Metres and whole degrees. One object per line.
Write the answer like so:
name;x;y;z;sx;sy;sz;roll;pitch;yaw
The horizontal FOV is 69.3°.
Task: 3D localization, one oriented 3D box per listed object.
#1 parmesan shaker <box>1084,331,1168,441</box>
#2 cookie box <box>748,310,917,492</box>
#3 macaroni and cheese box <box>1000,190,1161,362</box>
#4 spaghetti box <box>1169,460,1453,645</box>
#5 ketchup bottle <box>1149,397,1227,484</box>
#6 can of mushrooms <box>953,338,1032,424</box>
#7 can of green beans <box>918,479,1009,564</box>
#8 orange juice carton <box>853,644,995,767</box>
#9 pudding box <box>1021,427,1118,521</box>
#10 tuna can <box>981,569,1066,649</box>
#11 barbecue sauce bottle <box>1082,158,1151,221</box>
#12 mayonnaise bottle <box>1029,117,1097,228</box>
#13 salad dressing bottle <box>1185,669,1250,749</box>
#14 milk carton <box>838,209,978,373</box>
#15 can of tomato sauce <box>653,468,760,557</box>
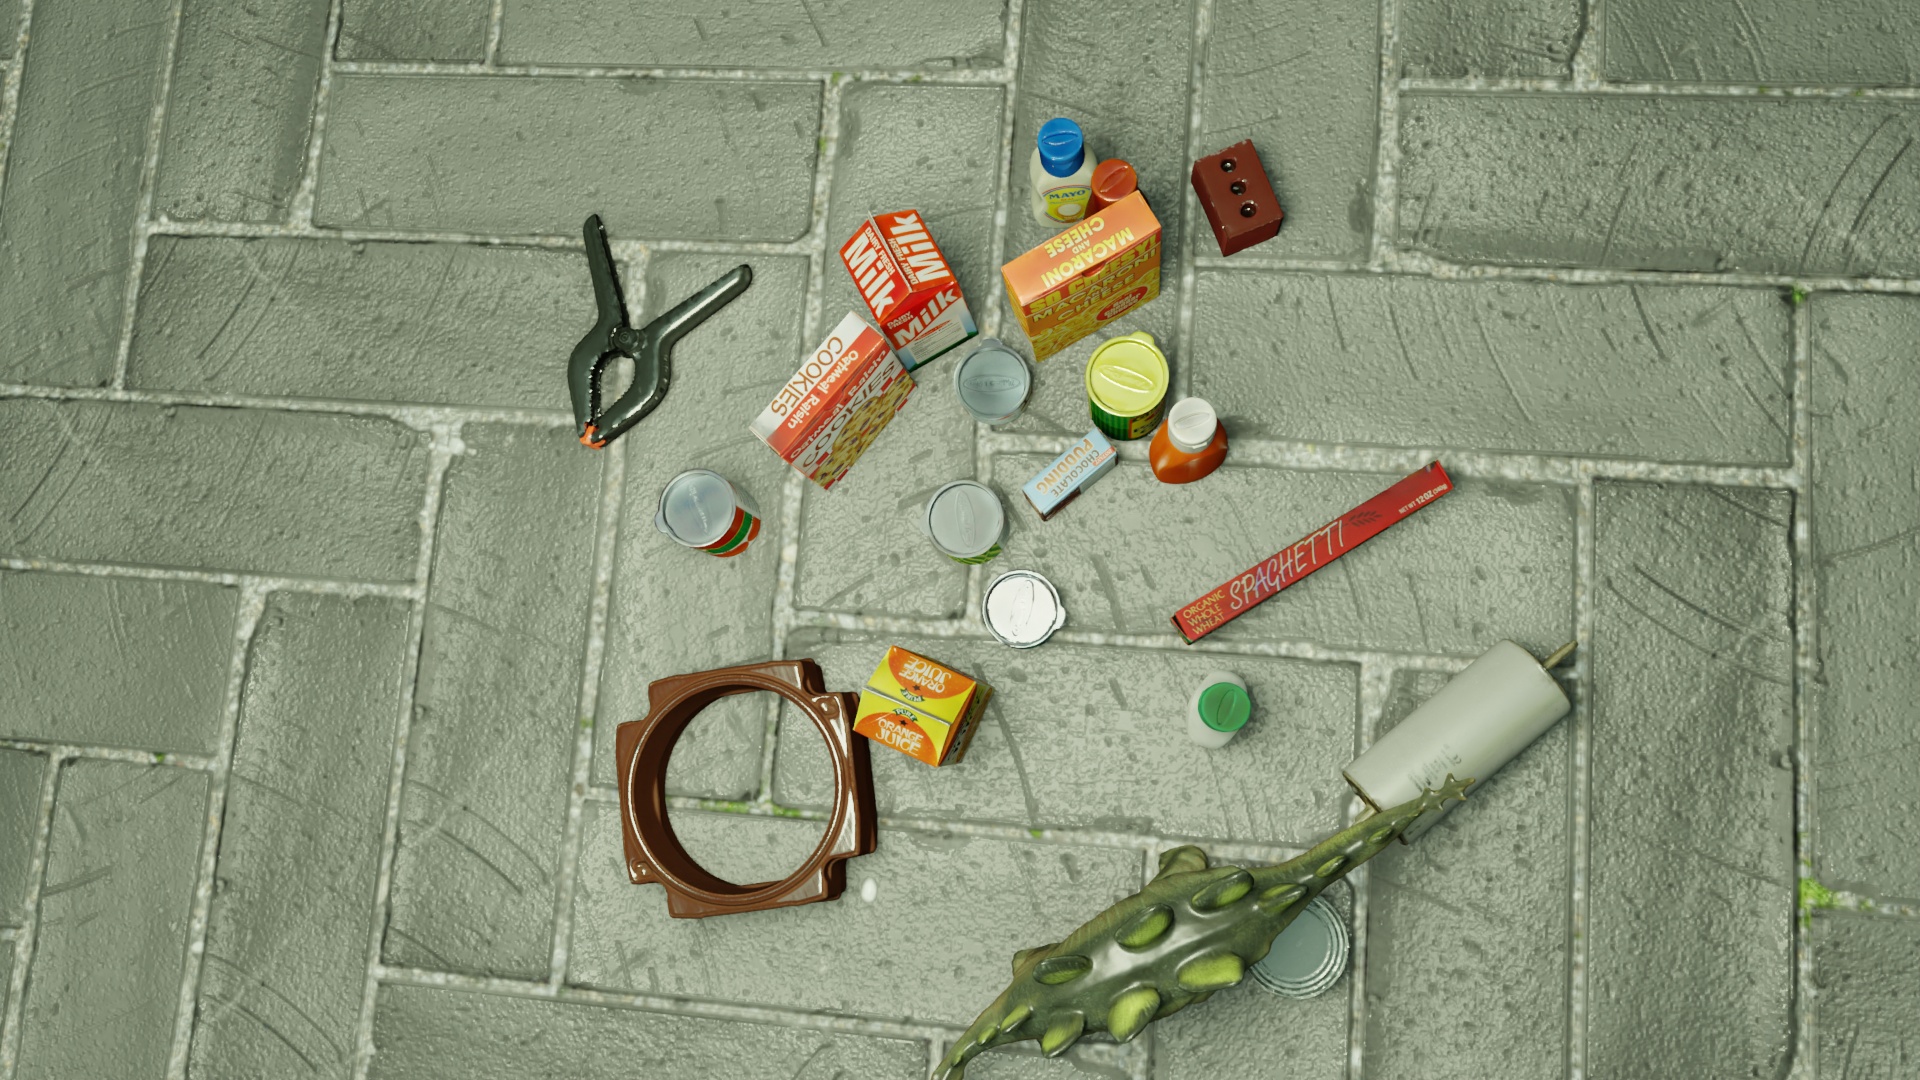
parmesan shaker;0.140;-0.126;1.151;0.071;0.103;0.071;-1;82;7
cookie box;-0.099;-0.109;1.146;0.040;0.167;0.123;40;89;10
macaroni and cheese box;0.102;-0.211;1.135;0.124;0.166;0.040;-29;80;3
spaghetti box;0.285;0.012;1.140;0.250;0.050;0.029;-31;80;2
ketchup bottle;0.184;-0.080;1.115;0.065;0.148;0.043;-18;81;5
can of mushrooms;0.029;-0.137;1.202;0.071;0.033;0.071;-1;82;7
can of green beans;0.007;-0.015;1.174;0.071;0.058;0.071;-1;82;7
orange juice carton;-0.028;0.131;1.089;0.072;0.192;0.073;23;86;10
pudding box;0.093;-0.055;1.173;0.084;0.049;0.030;-39;79;0
tuna can;0.055;0.059;1.170;0.071;0.033;0.071;-1;82;7
barbecue sauce bottle;0.129;-0.270;1.150;0.065;0.148;0.044;-40;80;1
mayonnaise bottle;0.087;-0.305;1.160;0.065;0.148;0.041;-7;82;6
salad dressing bottle;0.202;0.131;1.083;0.044;0.147;0.064;22;86;10
milk carton;-0.043;-0.208;1.141;0.073;0.190;0.072;-29;80;3
can of tomato sauce;-0.215;-0.021;1.190;0.071;0.083;0.071;-1;82;7
